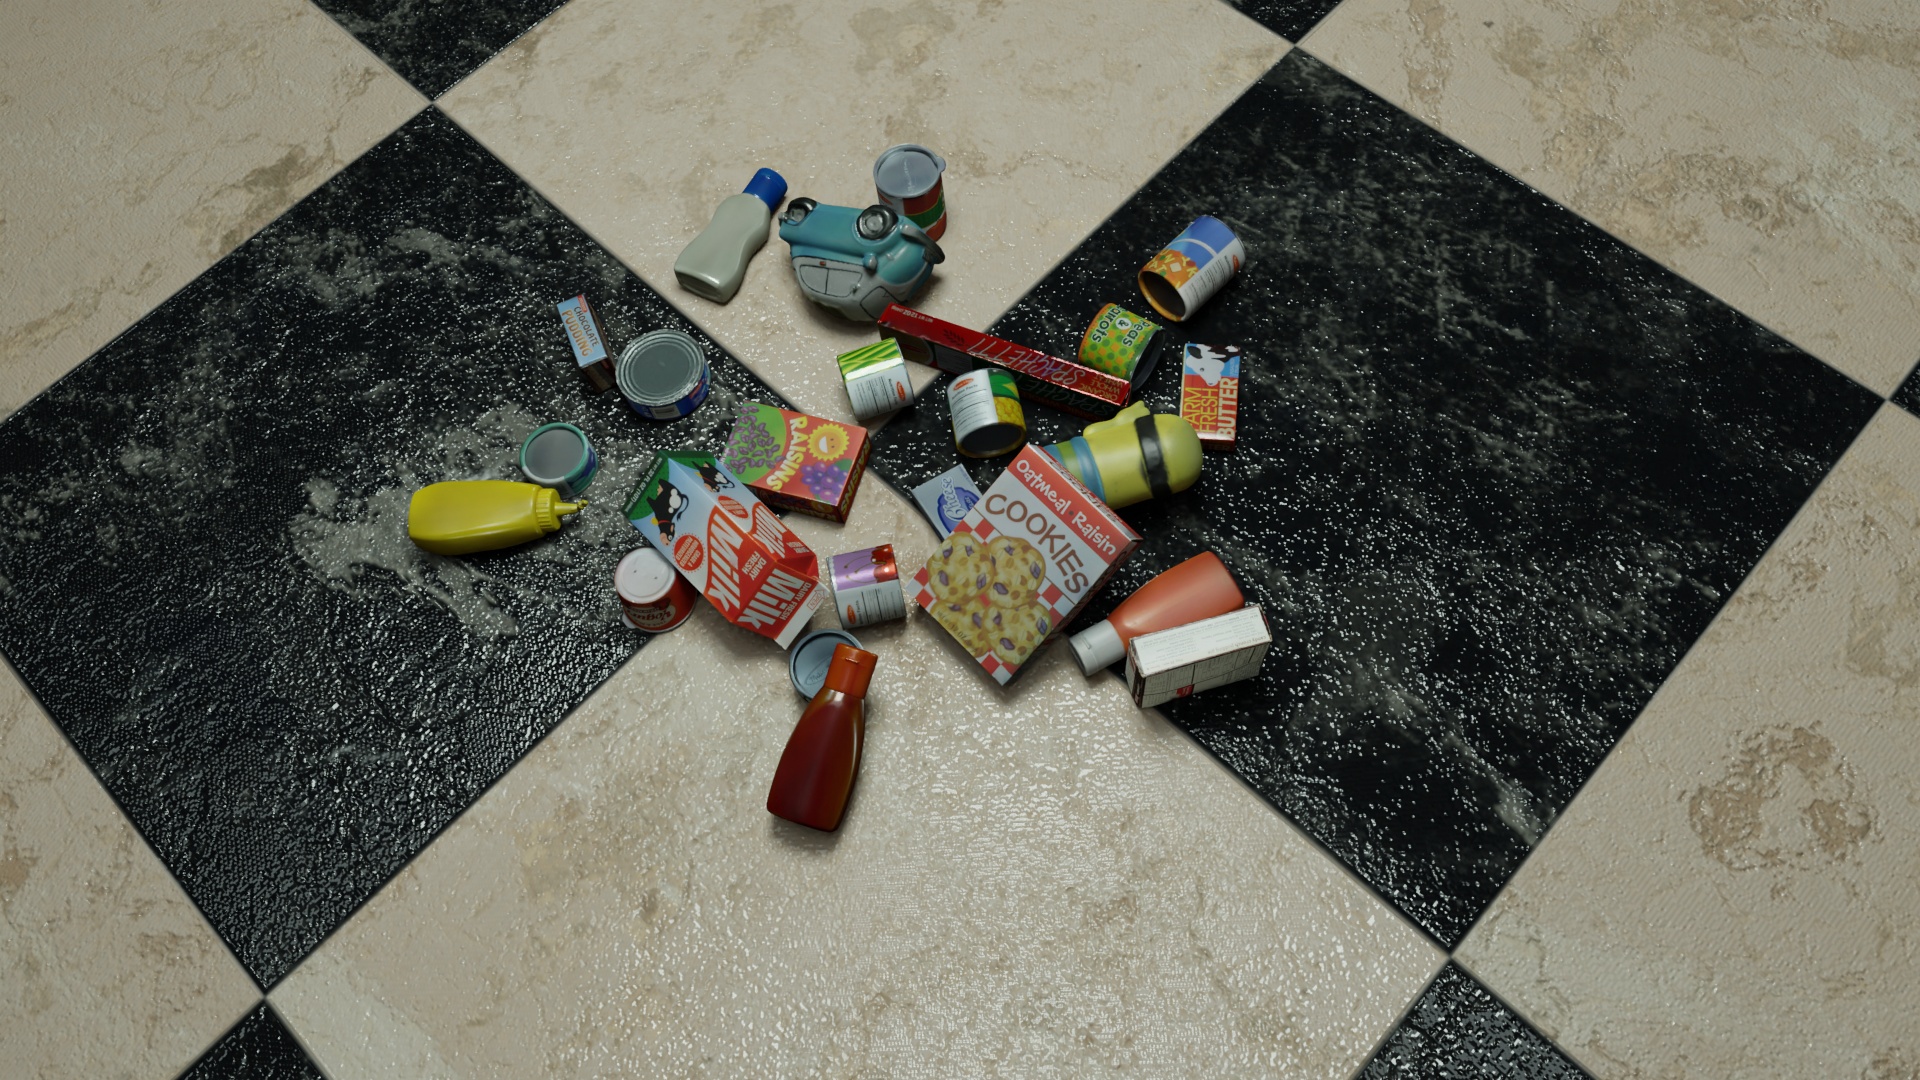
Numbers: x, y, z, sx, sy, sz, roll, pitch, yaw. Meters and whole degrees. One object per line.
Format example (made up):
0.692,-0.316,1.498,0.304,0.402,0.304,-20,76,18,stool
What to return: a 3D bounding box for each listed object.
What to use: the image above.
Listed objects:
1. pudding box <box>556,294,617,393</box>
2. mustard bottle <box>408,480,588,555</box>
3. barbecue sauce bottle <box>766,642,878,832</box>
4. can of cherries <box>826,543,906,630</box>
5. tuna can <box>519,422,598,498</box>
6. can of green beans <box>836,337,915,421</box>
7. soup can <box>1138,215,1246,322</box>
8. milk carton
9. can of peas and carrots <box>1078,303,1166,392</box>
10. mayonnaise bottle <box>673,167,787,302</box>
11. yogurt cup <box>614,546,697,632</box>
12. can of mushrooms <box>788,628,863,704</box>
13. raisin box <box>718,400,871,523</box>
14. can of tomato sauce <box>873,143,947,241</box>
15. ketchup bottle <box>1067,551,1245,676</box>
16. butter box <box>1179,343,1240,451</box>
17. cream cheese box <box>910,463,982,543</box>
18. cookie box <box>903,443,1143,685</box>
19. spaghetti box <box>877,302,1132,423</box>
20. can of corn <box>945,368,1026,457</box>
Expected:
-0.359,-0.191,1.348,0.030,0.049,0.084,-23,64,-5,pudding box
-0.419,-0.023,1.272,0.160,0.048,0.065,-4,65,2,mustard bottle
-0.107,0.159,1.140,0.065,0.043,0.148,18,86,3,barbecue sauce bottle
-0.081,0.038,1.209,0.058,0.071,0.072,-13,64,-2,can of cherries
-0.376,-0.078,1.304,0.071,0.032,0.071,-2,65,4,tuna can
-0.079,-0.150,1.299,0.058,0.071,0.071,-18,65,-4,can of green beans
0.219,-0.261,1.331,0.084,0.071,0.071,-43,69,-15,soup can
-0.197,0.007,1.211,0.191,0.073,0.072,43,108,16,milk carton
0.151,-0.181,1.294,0.059,0.070,0.071,30,70,17,can of peas and carrots
-0.226,-0.311,1.402,0.065,0.041,0.148,24,67,13,mayonnaise bottle
-0.272,0.041,1.228,0.072,0.053,0.072,-1,64,3,yogurt cup
-0.111,0.114,1.192,0.071,0.033,0.071,-1,64,3,can of mushrooms
-0.154,-0.072,1.282,0.123,0.040,0.086,13,66,12,raisin box
-0.047,-0.341,1.378,0.071,0.082,0.071,-2,65,3,can of tomato sauce
0.165,0.067,1.188,0.149,0.043,0.065,-26,59,-8,ketchup bottle
0.231,-0.133,1.290,0.053,0.024,0.104,4,64,7,butter box
0.004,-0.016,1.251,0.053,0.024,0.104,-30,66,-10,cream cheese box
0.052,0.020,1.177,0.123,0.040,0.167,44,103,16,cookie box
0.042,-0.163,1.305,0.250,0.050,0.029,20,69,13,spaghetti box
0.025,-0.115,1.276,0.071,0.071,0.058,-11,65,-1,can of corn
